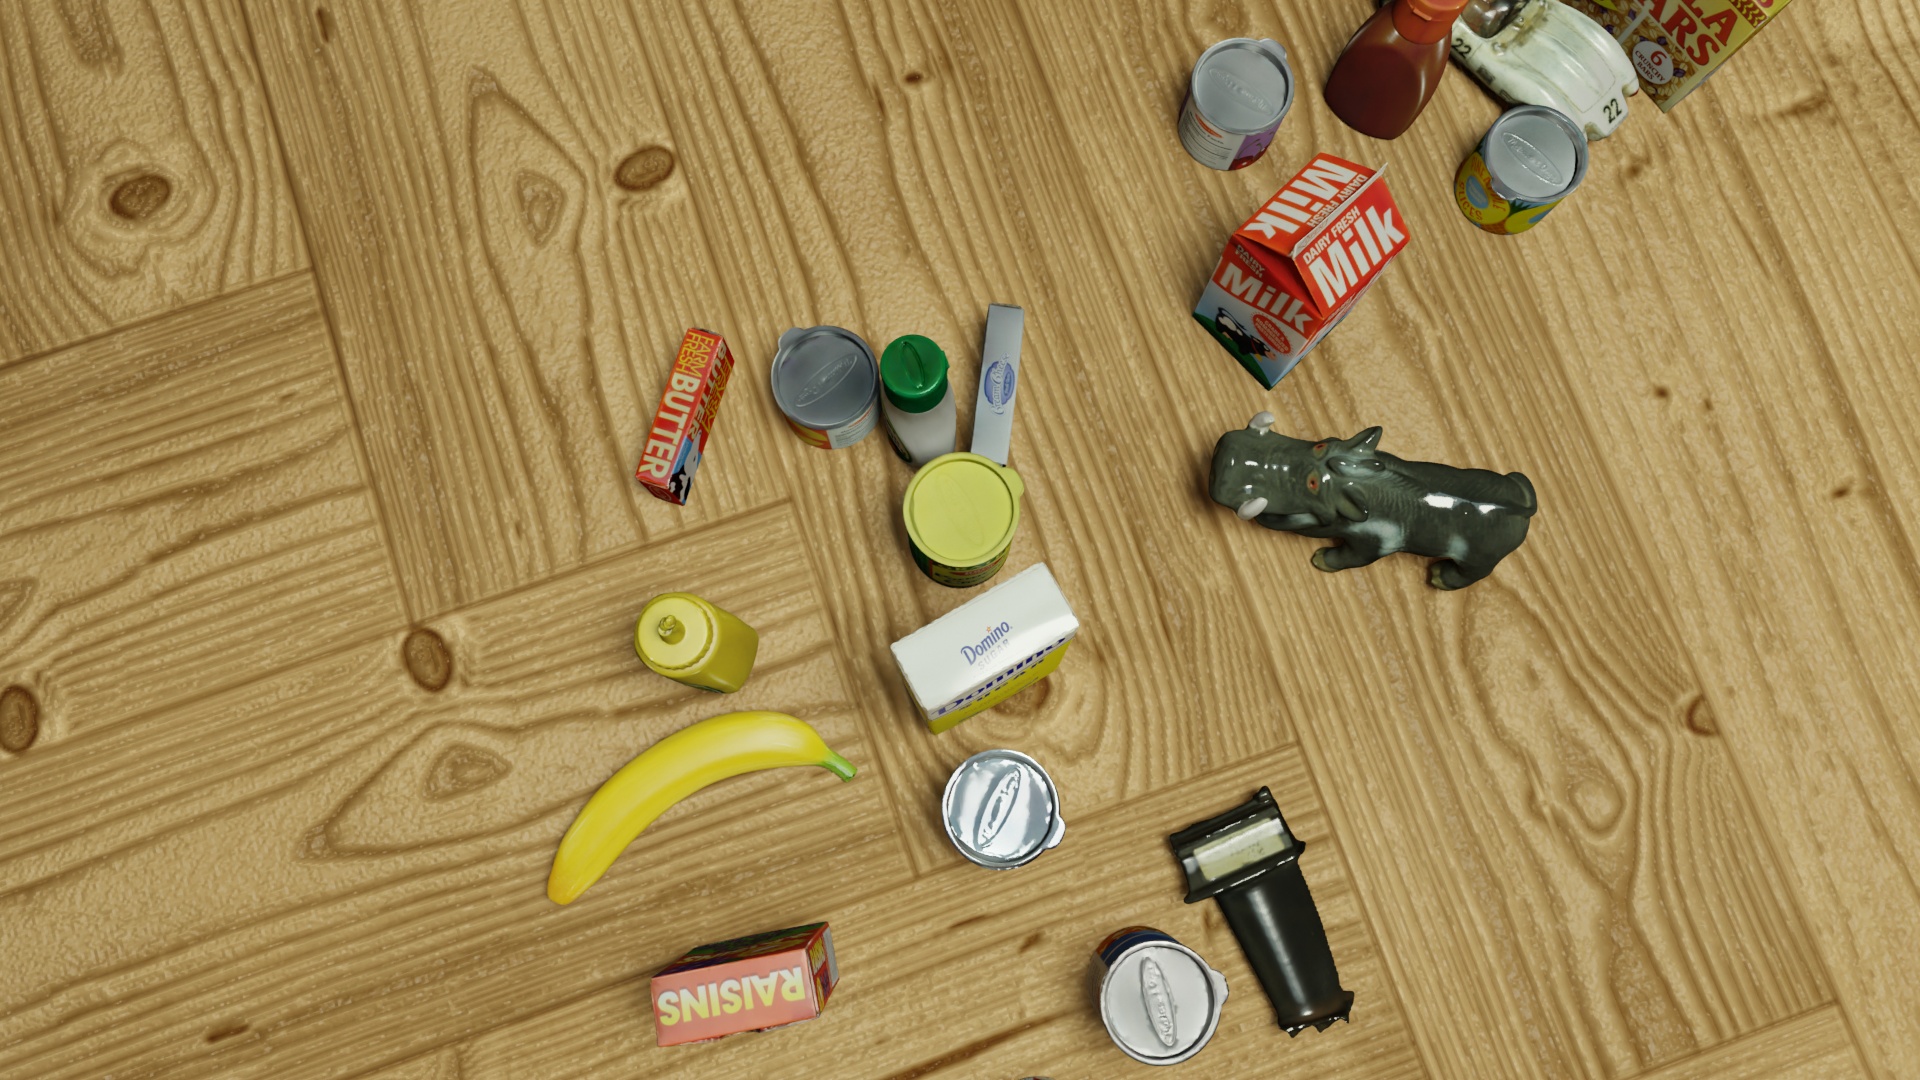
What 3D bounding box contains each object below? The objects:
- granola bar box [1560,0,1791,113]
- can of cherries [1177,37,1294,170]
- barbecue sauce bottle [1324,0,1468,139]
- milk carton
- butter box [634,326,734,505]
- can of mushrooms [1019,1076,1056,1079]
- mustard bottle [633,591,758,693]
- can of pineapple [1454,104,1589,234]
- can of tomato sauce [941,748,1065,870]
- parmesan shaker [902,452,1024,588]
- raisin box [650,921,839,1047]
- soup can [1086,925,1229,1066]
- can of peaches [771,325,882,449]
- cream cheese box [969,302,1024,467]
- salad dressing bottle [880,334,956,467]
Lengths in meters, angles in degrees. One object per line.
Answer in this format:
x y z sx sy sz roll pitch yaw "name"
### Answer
0.441 -0.373 0.892 0.039 0.124 0.165 -37 82 -6 "granola bar box"
0.181 -0.285 0.908 0.071 0.058 0.071 0 80 0 "can of cherries"
0.276 -0.307 0.867 0.065 0.148 0.044 34 82 5 "barbecue sauce bottle"
0.200 -0.160 0.818 0.072 0.190 0.073 -43 83 -7 "milk carton"
-0.172 -0.077 0.871 0.024 0.053 0.103 17 80 3 "butter box"
0.047 0.349 0.805 0.071 0.033 0.071 0 80 0 "can of mushrooms"
-0.156 0.057 0.792 0.065 0.160 0.049 18 81 3 "mustard bottle"
0.361 -0.238 0.901 0.071 0.057 0.071 0 80 0 "can of pineapple"
0.024 0.157 0.814 0.071 0.083 0.071 0 80 0 "can of tomato sauce"
0.003 -0.010 0.834 0.071 0.103 0.071 0 80 0 "parmesan shaker"
-0.117 0.247 0.777 0.086 0.123 0.040 -10 81 -2 "raisin box"
0.111 0.258 0.796 0.071 0.083 0.071 0 80 0 "soup can"
-0.084 -0.097 0.872 0.071 0.058 0.071 0 80 0 "can of peaches"
0.022 -0.091 0.874 0.024 0.053 0.104 7 80 1 "cream cheese box"
-0.026 -0.084 0.825 0.044 0.147 0.064 -19 81 -3 "salad dressing bottle"
